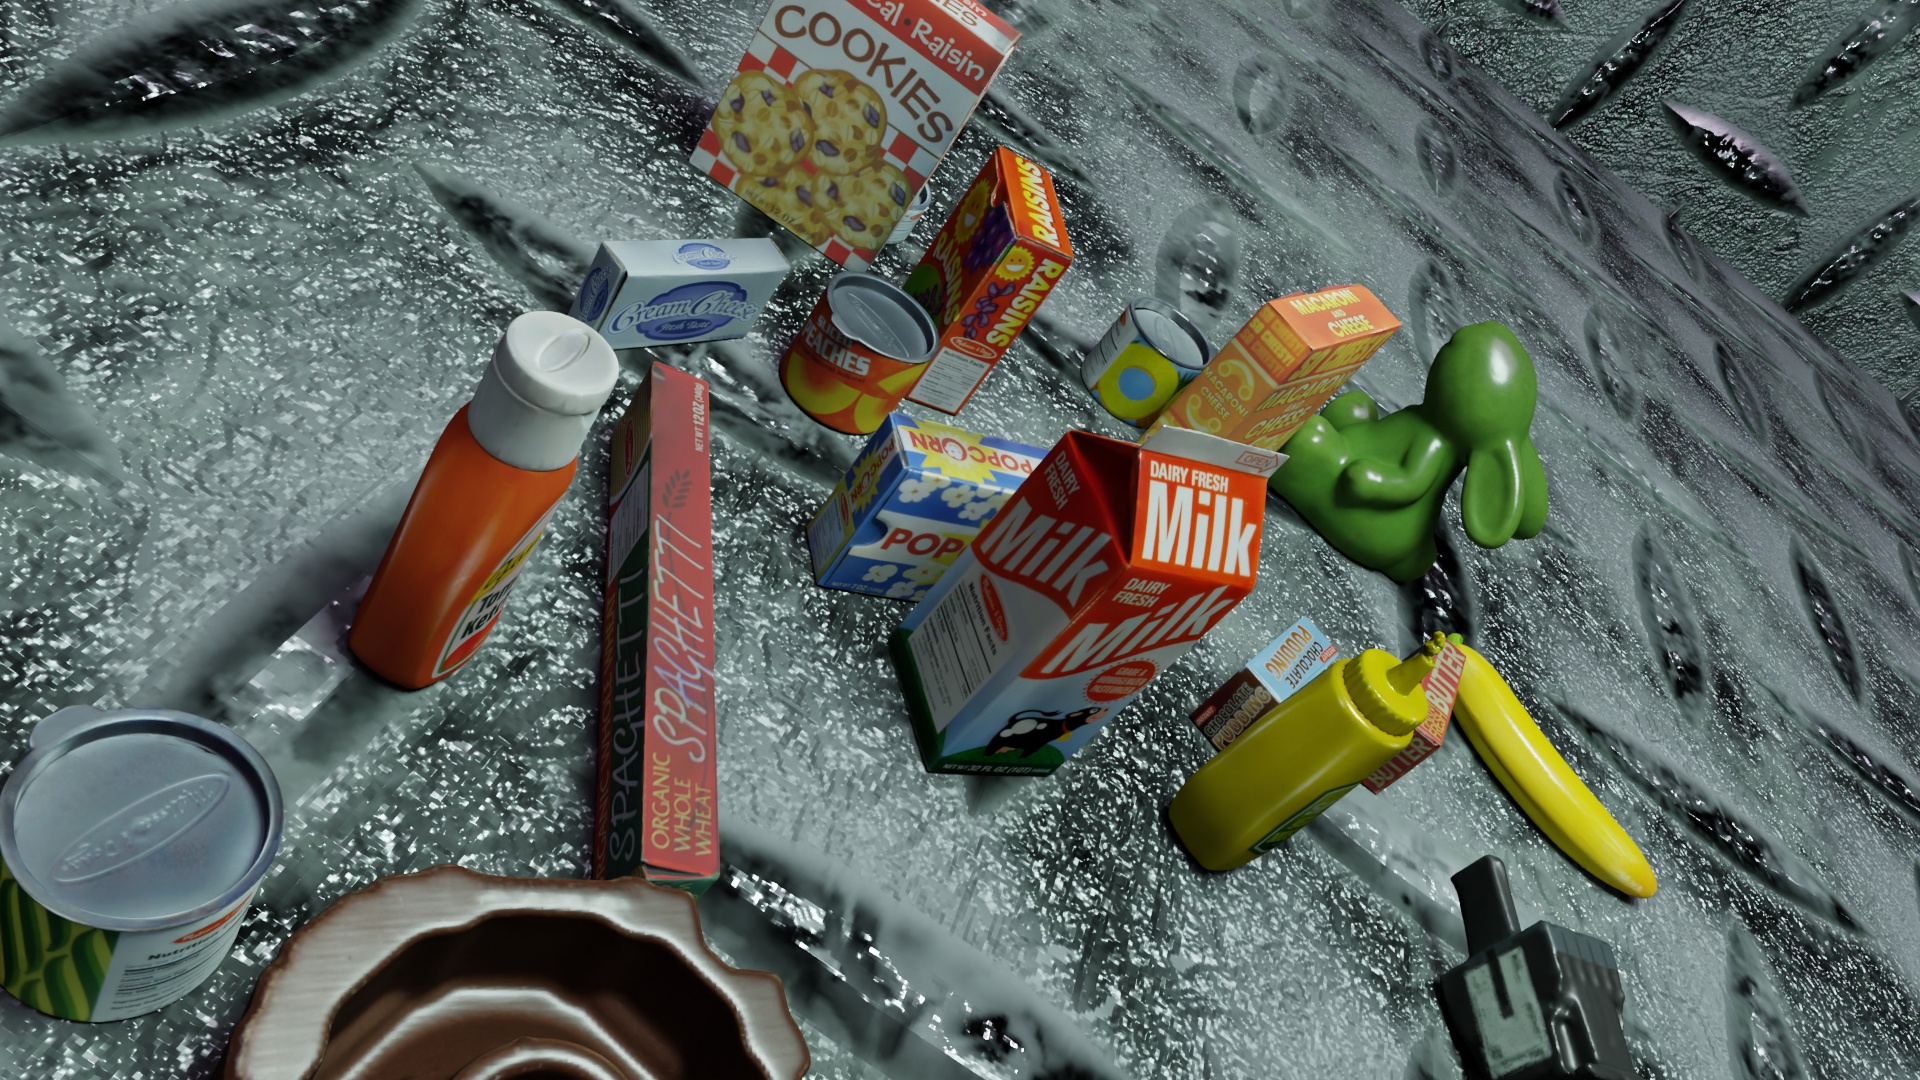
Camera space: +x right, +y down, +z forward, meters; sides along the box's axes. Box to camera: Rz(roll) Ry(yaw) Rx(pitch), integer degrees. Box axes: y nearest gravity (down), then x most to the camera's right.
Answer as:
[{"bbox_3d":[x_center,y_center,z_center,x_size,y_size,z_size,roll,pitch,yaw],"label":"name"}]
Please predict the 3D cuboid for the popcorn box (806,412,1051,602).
[{"bbox_3d":[0.002,-0.008,0.662,0.127,0.084,0.038,11,45,-33],"label":"popcorn box"}]

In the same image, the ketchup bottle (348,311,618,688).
[{"bbox_3d":[-0.161,-0.014,0.472,0.043,0.148,0.065,35,36,-7],"label":"ketchup bottle"}]

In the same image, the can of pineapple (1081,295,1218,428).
[{"bbox_3d":[0.122,-0.114,0.899,0.071,0.057,0.071,24,39,-21],"label":"can of pineapple"}]

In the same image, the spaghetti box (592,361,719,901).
[{"bbox_3d":[-0.119,0.032,0.543,0.029,0.050,0.251,17,42,-28],"label":"spaghetti box"}]

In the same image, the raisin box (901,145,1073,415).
[{"bbox_3d":[0.008,-0.144,0.777,0.040,0.122,0.086,19,41,-26],"label":"raisin box"}]

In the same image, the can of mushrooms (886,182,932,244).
[{"bbox_3d":[-0.055,-0.223,0.880,0.071,0.033,0.071,24,39,-21],"label":"can of mushrooms"}]

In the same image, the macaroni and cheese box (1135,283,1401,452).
[{"bbox_3d":[0.161,-0.073,0.799,0.124,0.165,0.040,-19,66,-50],"label":"macaroni and cheese box"}]

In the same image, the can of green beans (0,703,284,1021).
[{"bbox_3d":[-0.228,0.089,0.382,0.071,0.057,0.071,24,39,-21],"label":"can of green beans"}]

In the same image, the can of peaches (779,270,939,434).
[{"bbox_3d":[-0.055,-0.097,0.728,0.071,0.057,0.071,24,39,-21],"label":"can of peaches"}]

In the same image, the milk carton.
[{"bbox_3d":[0.053,0.020,0.588,0.072,0.189,0.074,9,46,-35],"label":"milk carton"}]

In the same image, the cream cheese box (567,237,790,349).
[{"bbox_3d":[-0.138,-0.122,0.686,0.104,0.053,0.024,-15,62,-48],"label":"cream cheese box"}]

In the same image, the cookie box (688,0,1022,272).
[{"bbox_3d":[-0.063,-0.251,0.791,0.123,0.166,0.040,34,37,-8],"label":"cookie box"}]

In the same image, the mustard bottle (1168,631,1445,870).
[{"bbox_3d":[0.163,0.093,0.632,0.065,0.159,0.049,-8,57,-45],"label":"mustard bottle"}]

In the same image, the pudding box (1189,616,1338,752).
[{"bbox_3d":[0.164,0.077,0.742,0.030,0.049,0.084,49,37,12],"label":"pudding box"}]

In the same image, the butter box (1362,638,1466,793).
[{"bbox_3d":[0.257,0.098,0.798,0.024,0.053,0.104,42,36,3],"label":"butter box"}]
